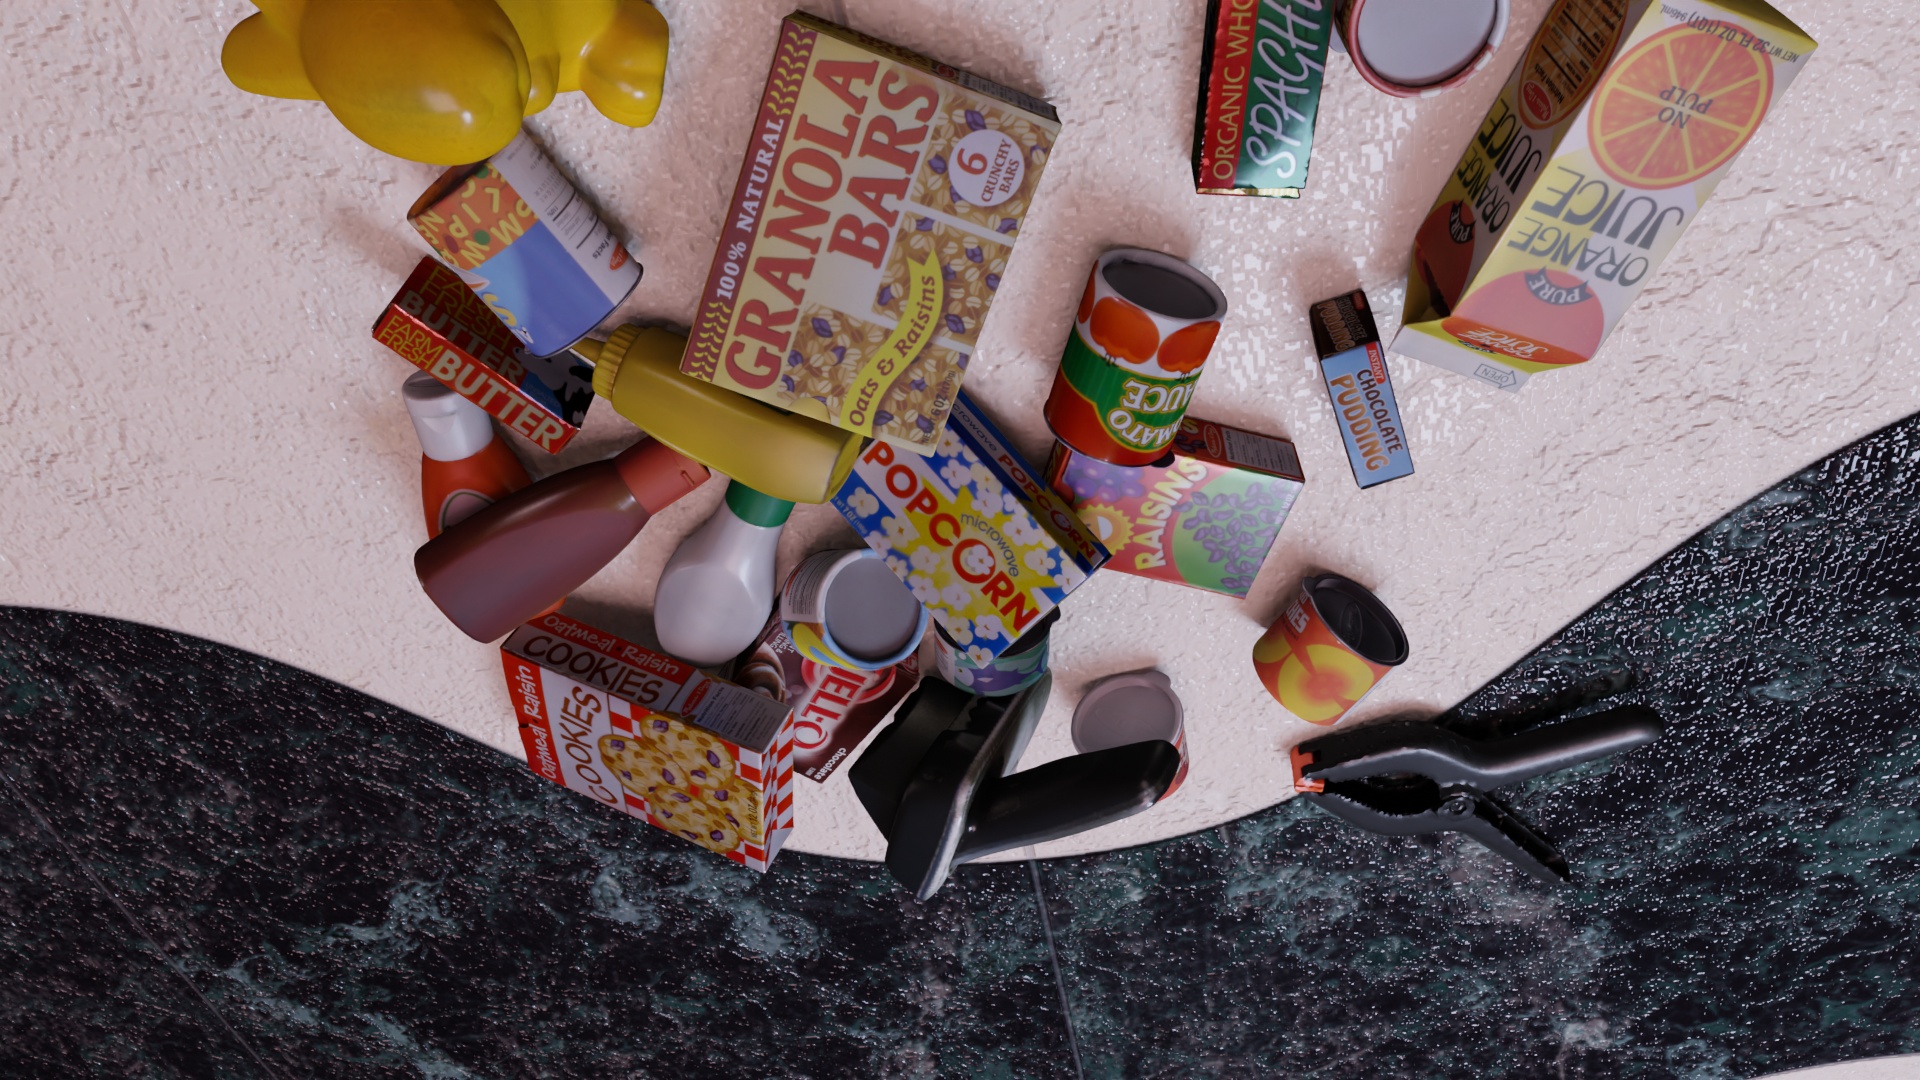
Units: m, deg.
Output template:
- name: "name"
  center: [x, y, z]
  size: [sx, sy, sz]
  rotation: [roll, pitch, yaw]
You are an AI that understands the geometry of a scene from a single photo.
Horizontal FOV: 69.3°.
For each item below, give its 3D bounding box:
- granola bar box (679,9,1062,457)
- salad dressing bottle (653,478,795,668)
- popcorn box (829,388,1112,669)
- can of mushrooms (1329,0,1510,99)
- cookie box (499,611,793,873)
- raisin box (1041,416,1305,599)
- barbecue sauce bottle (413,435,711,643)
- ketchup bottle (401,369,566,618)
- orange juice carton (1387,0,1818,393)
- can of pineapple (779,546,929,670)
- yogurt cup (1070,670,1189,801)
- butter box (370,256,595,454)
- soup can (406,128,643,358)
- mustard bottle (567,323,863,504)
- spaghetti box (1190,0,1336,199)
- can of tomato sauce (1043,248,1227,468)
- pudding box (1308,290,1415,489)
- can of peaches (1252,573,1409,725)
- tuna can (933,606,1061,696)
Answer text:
- name: "granola bar box"
  center: [-0.042, -0.133, 0.621]
  size: [0.124, 0.039, 0.164]
  rotation: [18, 114, -8]
- name: "salad dressing bottle"
  center: [-0.123, 0.007, 0.760]
  size: [0.064, 0.044, 0.147]
  rotation: [26, 125, -6]
- name: "popcorn box"
  center: [0.003, -0.009, 0.712]
  size: [0.127, 0.038, 0.085]
  rotation: [48, 120, 3]
- name: "can of mushrooms"
  center: [0.188, -0.218, 0.574]
  size: [0.071, 0.034, 0.070]
  rotation: [0, 130, 1]
- name: "cookie box"
  center: [-0.180, 0.117, 0.810]
  size: [0.167, 0.040, 0.122]
  rotation: [20, 137, 13]
- name: "raisin box"
  center: [0.106, -0.022, 0.732]
  size: [0.123, 0.040, 0.085]
  rotation: [13, 129, -8]
- name: "barbecue sauce bottle"
  center: [-0.201, -0.008, 0.718]
  size: [0.149, 0.044, 0.064]
  rotation: [-32, 138, -4]
- name: "ketchup bottle"
  center: [-0.256, -0.023, 0.740]
  size: [0.065, 0.044, 0.148]
  rotation: [-8, 128, -4]
- name: "orange juice carton"
  center: [0.263, -0.149, 0.602]
  size: [0.072, 0.073, 0.191]
  rotation: [15, 128, -10]
- name: "can of pineapple"
  center: [-0.056, 0.037, 0.755]
  size: [0.071, 0.071, 0.058]
  rotation: [32, 164, -22]
- name: "yogurt cup"
  center: [0.105, 0.122, 0.834]
  size: [0.072, 0.073, 0.053]
  rotation: [-14, 135, 13]
- name: "butter box"
  center: [-0.229, -0.090, 0.679]
  size: [0.103, 0.053, 0.024]
  rotation: [36, 120, -24]
- name: "soup can"
  center: [-0.200, -0.134, 0.633]
  size: [0.071, 0.072, 0.083]
  rotation: [-26, 123, 21]
- name: "mustard bottle"
  center: [-0.128, -0.070, 0.683]
  size: [0.160, 0.065, 0.048]
  rotation: [24, 116, 2]
- name: "spaghetti box"
  center: [0.128, -0.256, 0.548]
  size: [0.050, 0.029, 0.248]
  rotation: [1, 129, 1]
- name: "can of tomato sauce"
  center: [0.084, -0.086, 0.661]
  size: [0.071, 0.071, 0.082]
  rotation: [12, 128, -7]
- name: "pudding box"
  center: [0.196, -0.073, 0.681]
  size: [0.030, 0.050, 0.083]
  rotation: [-16, 126, 16]
- name: "can of peaches"
  center: [0.205, 0.060, 0.780]
  size: [0.071, 0.071, 0.057]
  rotation: [22, 127, -16]
- name: "tuna can"
  center: [0.020, 0.053, 0.779]
  size: [0.071, 0.071, 0.032]
  rotation: [1, 130, 1]
